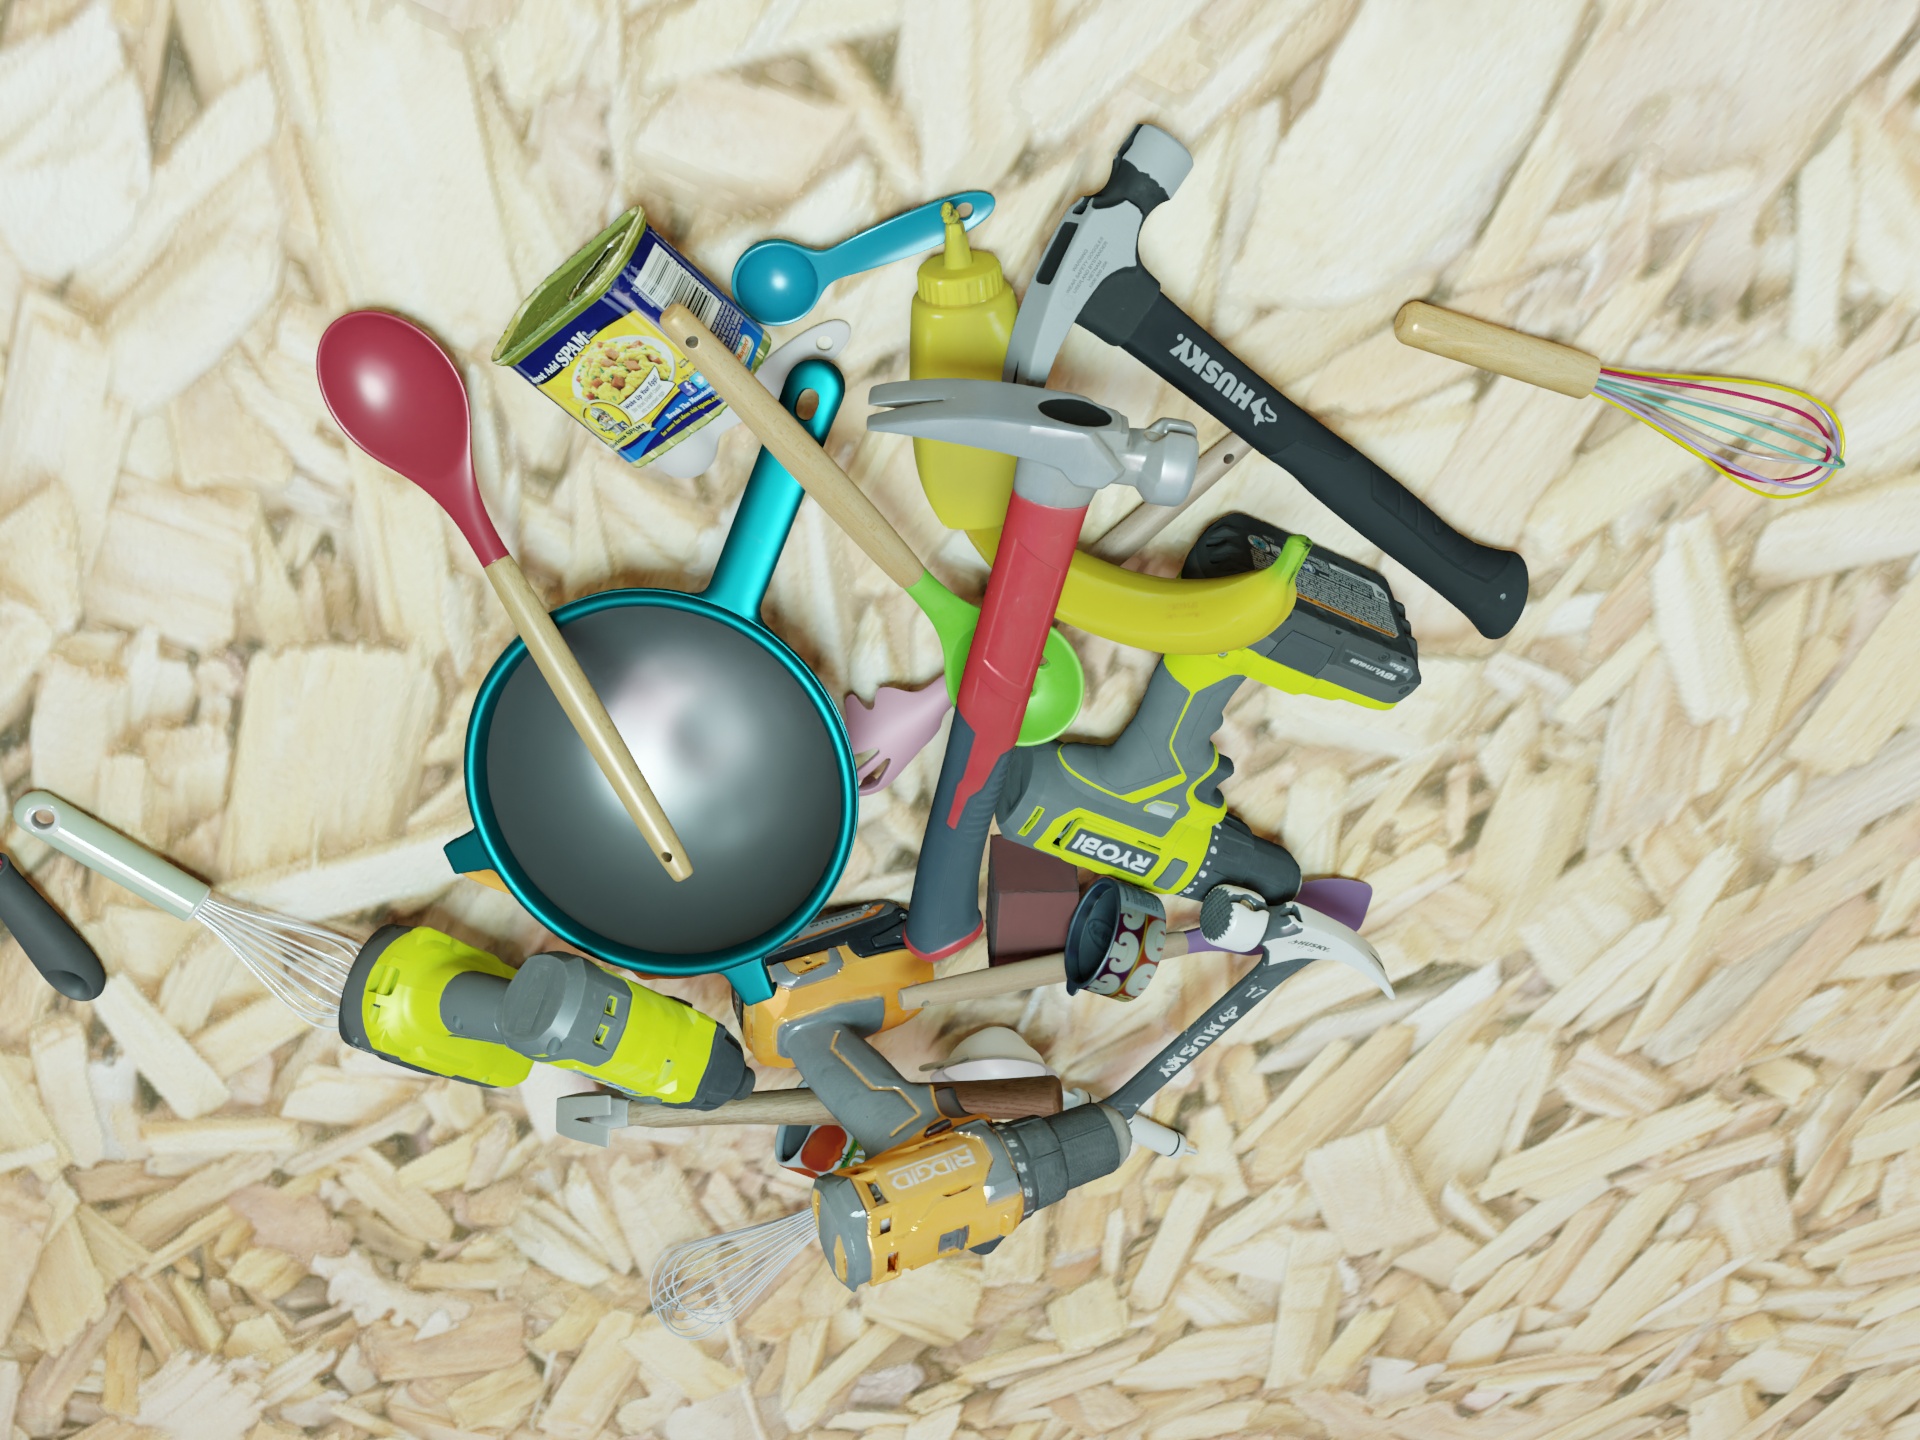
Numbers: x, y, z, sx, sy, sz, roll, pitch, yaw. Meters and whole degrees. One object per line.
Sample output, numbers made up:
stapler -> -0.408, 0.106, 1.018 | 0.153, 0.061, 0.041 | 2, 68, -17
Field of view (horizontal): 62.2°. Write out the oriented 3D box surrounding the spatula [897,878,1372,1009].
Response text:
spatula -> 0.113, 0.138, 0.969 | 0.316, 0.018, 0.059 | -9, 129, -18

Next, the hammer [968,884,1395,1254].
hammer -> 0.114, 0.248, 1.046 | 0.149, 0.036, 0.408 | 17, 130, -26

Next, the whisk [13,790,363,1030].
whisk -> -0.459, 0.116, 0.972 | 0.246, 0.059, 0.058 | 38, 81, -23

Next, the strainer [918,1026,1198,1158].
strainer -> 0.074, 0.260, 1.101 | 0.258, 0.050, 0.087 | 30, 140, -30

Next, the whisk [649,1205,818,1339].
whisk -> -0.122, 0.377, 1.180 | 0.284, 0.070, 0.070 | -34, 122, 16

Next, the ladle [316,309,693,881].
ladle -> -0.215, -0.056, 0.785 | 0.069, 0.031, 0.315 | -26, 100, 17

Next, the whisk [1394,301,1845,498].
whisk -> 0.327, -0.158, 0.781 | 0.245, 0.051, 0.047 | 14, 132, -9

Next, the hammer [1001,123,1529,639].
hammer -> 0.166, -0.129, 0.782 | 0.334, 0.035, 0.146 | 30, 97, -28

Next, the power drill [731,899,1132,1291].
power drill -> -0.023, 0.209, 0.938 | 0.185, 0.226, 0.084 | -13, 131, -22

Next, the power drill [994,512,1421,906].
power drill -> 0.150, 0.013, 0.888 | 0.190, 0.080, 0.228 | 21, 127, -16

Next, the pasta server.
pasta server -> 0.031, -0.053, 0.865 | 0.316, 0.040, 0.060 | -40, 119, 21

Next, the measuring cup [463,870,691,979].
measuring cup -> -0.214, 0.096, 0.957 | 0.173, 0.052, 0.095 | 19, 125, -14

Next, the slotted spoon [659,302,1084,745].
slotted spoon -> -0.036, -0.087, 0.769 | 0.070, 0.031, 0.313 | -37, 130, 10

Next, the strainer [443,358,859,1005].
strainer -> -0.126, -0.032, 0.842 | 0.211, 0.095, 0.340 | 24, 107, 1

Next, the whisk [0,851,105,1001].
whisk -> -0.578, 0.073, 0.927 | 0.073, 0.073, 0.295 | -6, 135, 3

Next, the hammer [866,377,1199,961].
hammer -> -0.001, -0.003, 0.810 | 0.143, 0.038, 0.386 | 8, 136, -7

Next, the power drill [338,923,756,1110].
power drill -> -0.241, 0.181, 0.932 | 0.223, 0.080, 0.171 | 0, 155, 37

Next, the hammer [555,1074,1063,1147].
hammer -> -0.101, 0.247, 1.018 | 0.331, 0.031, 0.130 | -4, 171, 10

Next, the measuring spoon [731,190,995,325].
measuring spoon -> -0.046, -0.222, 0.739 | 0.128, 0.021, 0.042 | -20, 134, 2

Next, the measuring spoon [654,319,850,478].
measuring spoon -> -0.104, -0.157, 0.782 | 0.124, 0.018, 0.034 | -32, 122, 20
